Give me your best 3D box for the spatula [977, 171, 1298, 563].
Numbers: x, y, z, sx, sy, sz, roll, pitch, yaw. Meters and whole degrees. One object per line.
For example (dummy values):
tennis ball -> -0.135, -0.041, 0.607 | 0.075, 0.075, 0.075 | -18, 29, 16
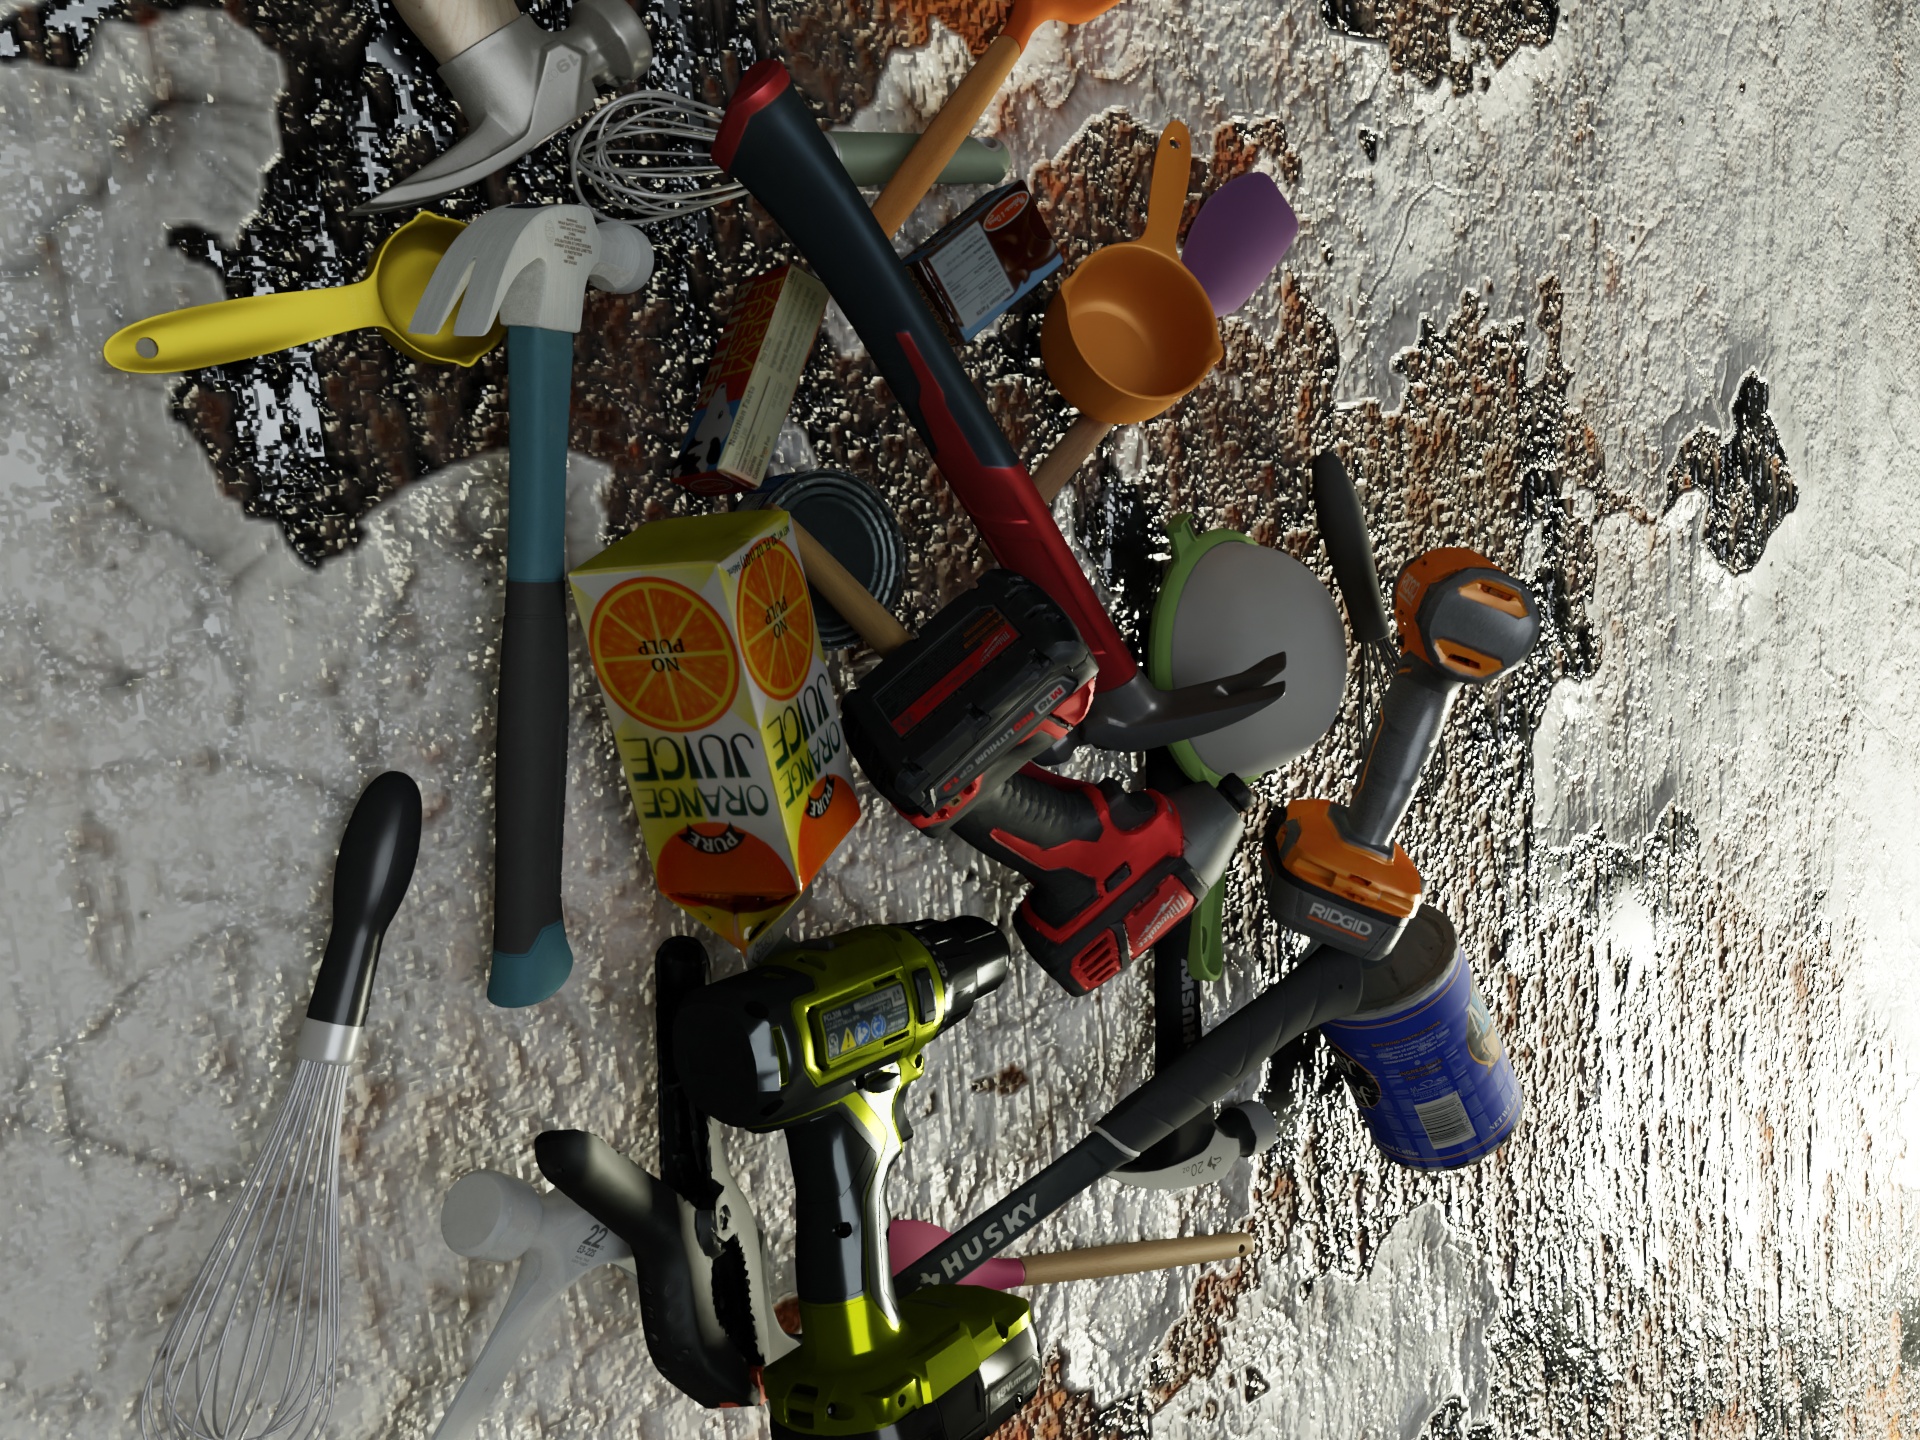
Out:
spatula -> 0.101, -0.202, 0.889 | 0.059, 0.018, 0.316 | 48, 65, -23

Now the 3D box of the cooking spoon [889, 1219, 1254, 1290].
cooking spoon -> 0.052, 0.307, 0.893 | 0.318, 0.017, 0.069 | 8, 89, -36

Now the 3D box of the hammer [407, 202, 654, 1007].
hammer -> -0.176, -0.045, 0.661 | 0.128, 0.033, 0.331 | -21, 116, -70

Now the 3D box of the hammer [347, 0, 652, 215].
hammer -> -0.282, -0.389, 0.572 | 0.146, 0.038, 0.410 | -45, 118, -24

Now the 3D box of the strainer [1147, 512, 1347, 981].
strainer -> 0.166, 0.017, 0.881 | 0.151, 0.069, 0.256 | 18, 76, -48

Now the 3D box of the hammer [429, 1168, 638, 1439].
hammer -> -0.253, 0.379, 0.640 | 0.405, 0.035, 0.143 | -60, 147, -12

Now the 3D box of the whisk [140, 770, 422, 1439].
whisk -> -0.258, 0.158, 0.628 | 0.070, 0.070, 0.285 | 19, 77, -37

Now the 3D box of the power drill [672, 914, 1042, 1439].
power drill -> -0.030, 0.206, 0.725 | 0.190, 0.080, 0.228 | -11, 93, -51

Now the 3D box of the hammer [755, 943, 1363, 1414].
hammer -> 0.065, 0.231, 0.848 | 0.409, 0.036, 0.149 | -30, 102, -24

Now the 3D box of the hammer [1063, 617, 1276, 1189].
hammer -> 0.120, 0.107, 0.919 | 0.146, 0.035, 0.335 | -7, 98, -37

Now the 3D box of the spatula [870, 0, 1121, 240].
spatula -> 0.020, -0.321, 0.781 | 0.081, 0.041, 0.323 | 49, 52, -30

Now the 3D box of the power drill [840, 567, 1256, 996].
power drill -> 0.054, 0.035, 0.779 | 0.143, 0.079, 0.219 | -40, 130, 2

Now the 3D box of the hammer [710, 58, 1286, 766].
hammer -> 0.019, -0.126, 0.728 | 0.385, 0.143, 0.038 | 55, 32, -35

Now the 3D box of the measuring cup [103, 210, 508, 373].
measuring cup -> -0.252, -0.157, 0.620 | 0.156, 0.029, 0.062 | -22, 107, -31

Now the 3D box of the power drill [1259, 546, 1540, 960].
power drill -> 0.252, 0.007, 0.924 | 0.084, 0.164, 0.226 | 21, 106, 2

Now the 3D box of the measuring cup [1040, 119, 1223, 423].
measuring cup -> 0.094, -0.240, 0.857 | 0.095, 0.052, 0.174 | 18, 70, -16

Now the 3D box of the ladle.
ladle -> -0.001, -0.003, 0.791 | 0.069, 0.031, 0.315 | -36, 129, 9

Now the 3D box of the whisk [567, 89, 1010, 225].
whisk -> -0.070, -0.261, 0.742 | 0.246, 0.058, 0.059 | -15, 137, -38

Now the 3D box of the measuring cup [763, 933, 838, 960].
measuring cup -> -0.078, 0.115, 0.765 | 0.083, 0.038, 0.167 | -50, 123, -23

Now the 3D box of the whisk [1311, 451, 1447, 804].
whisk -> 0.262, -0.055, 1.009 | 0.055, 0.055, 0.239 | -26, 104, -33
